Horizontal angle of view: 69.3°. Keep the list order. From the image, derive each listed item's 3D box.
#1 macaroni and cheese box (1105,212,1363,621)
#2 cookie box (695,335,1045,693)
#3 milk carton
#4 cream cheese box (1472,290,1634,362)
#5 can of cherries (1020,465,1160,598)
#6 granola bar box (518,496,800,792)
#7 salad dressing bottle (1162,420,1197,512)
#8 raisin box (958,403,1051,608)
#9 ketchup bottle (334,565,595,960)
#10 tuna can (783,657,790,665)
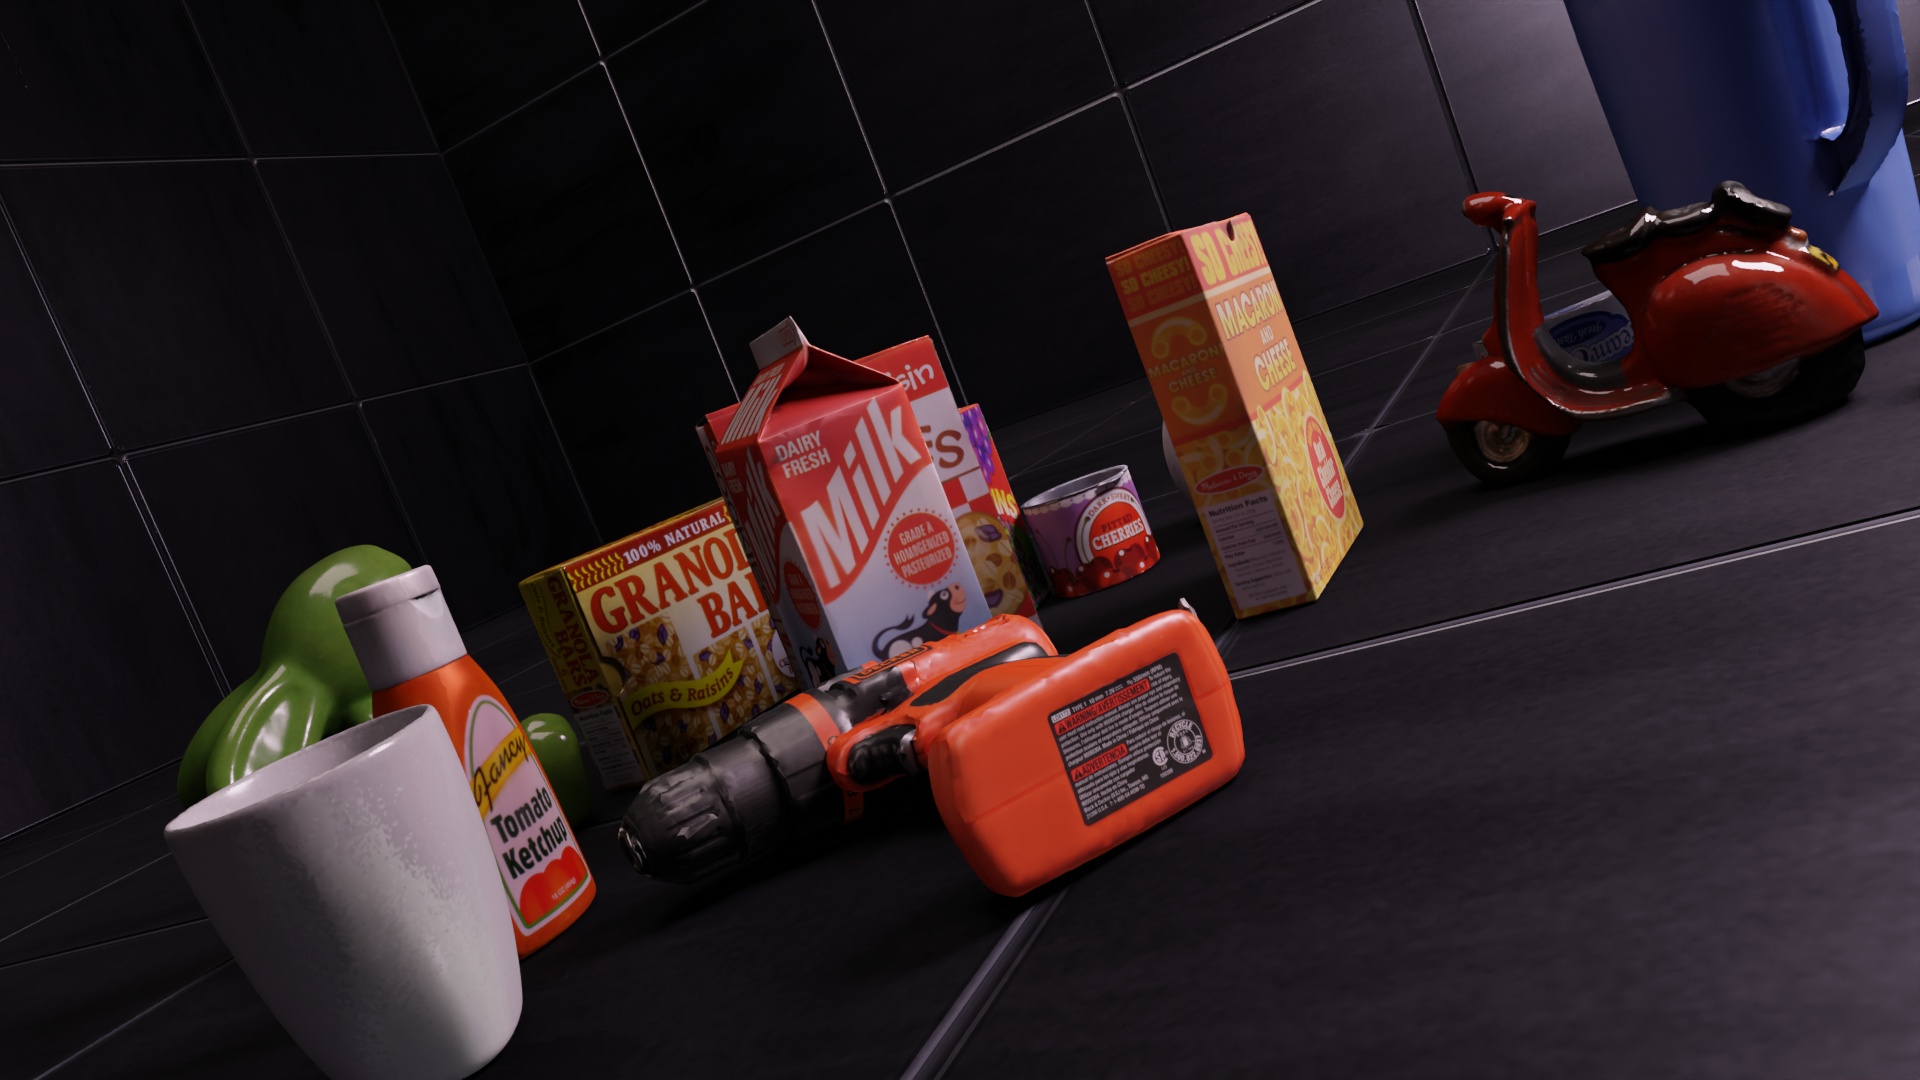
[{"bbox_3d":[0.131,-0.063,0.636,0.040,0.166,0.124,-18,7,28],"label":"macaroni and cheese box"},{"bbox_3d":[-0.044,-0.004,0.699,0.123,0.167,0.040,-24,7,-21],"label":"cookie box"},{"bbox_3d":[-0.049,-0.004,0.618,0.074,0.190,0.072,-24,7,-23],"label":"milk carton"},{"bbox_3d":[0.350,-0.106,0.791,0.104,0.053,0.024,-22,6,-4],"label":"cream cheese box"},{"bbox_3d":[0.077,-0.005,0.804,0.071,0.058,0.071,-21,7,3],"label":"can of cherries"},{"bbox_3d":[-0.155,0.050,0.790,0.039,0.124,0.166,-17,8,34],"label":"granola bar box"},{"bbox_3d":[0.148,-0.088,0.860,0.064,0.147,0.044,-22,6,-10],"label":"salad dressing bottle"},{"bbox_3d":[0.003,-0.010,0.790,0.040,0.123,0.086,-18,7,24],"label":"raisin box"},{"bbox_3d":[-0.192,0.084,0.529,0.043,0.148,0.065,-19,7,18],"label":"ketchup bottle"},{"bbox_3d":[-0.060,0.067,0.758,0.071,0.033,0.071,-21,7,3],"label":"tuna can"}]
